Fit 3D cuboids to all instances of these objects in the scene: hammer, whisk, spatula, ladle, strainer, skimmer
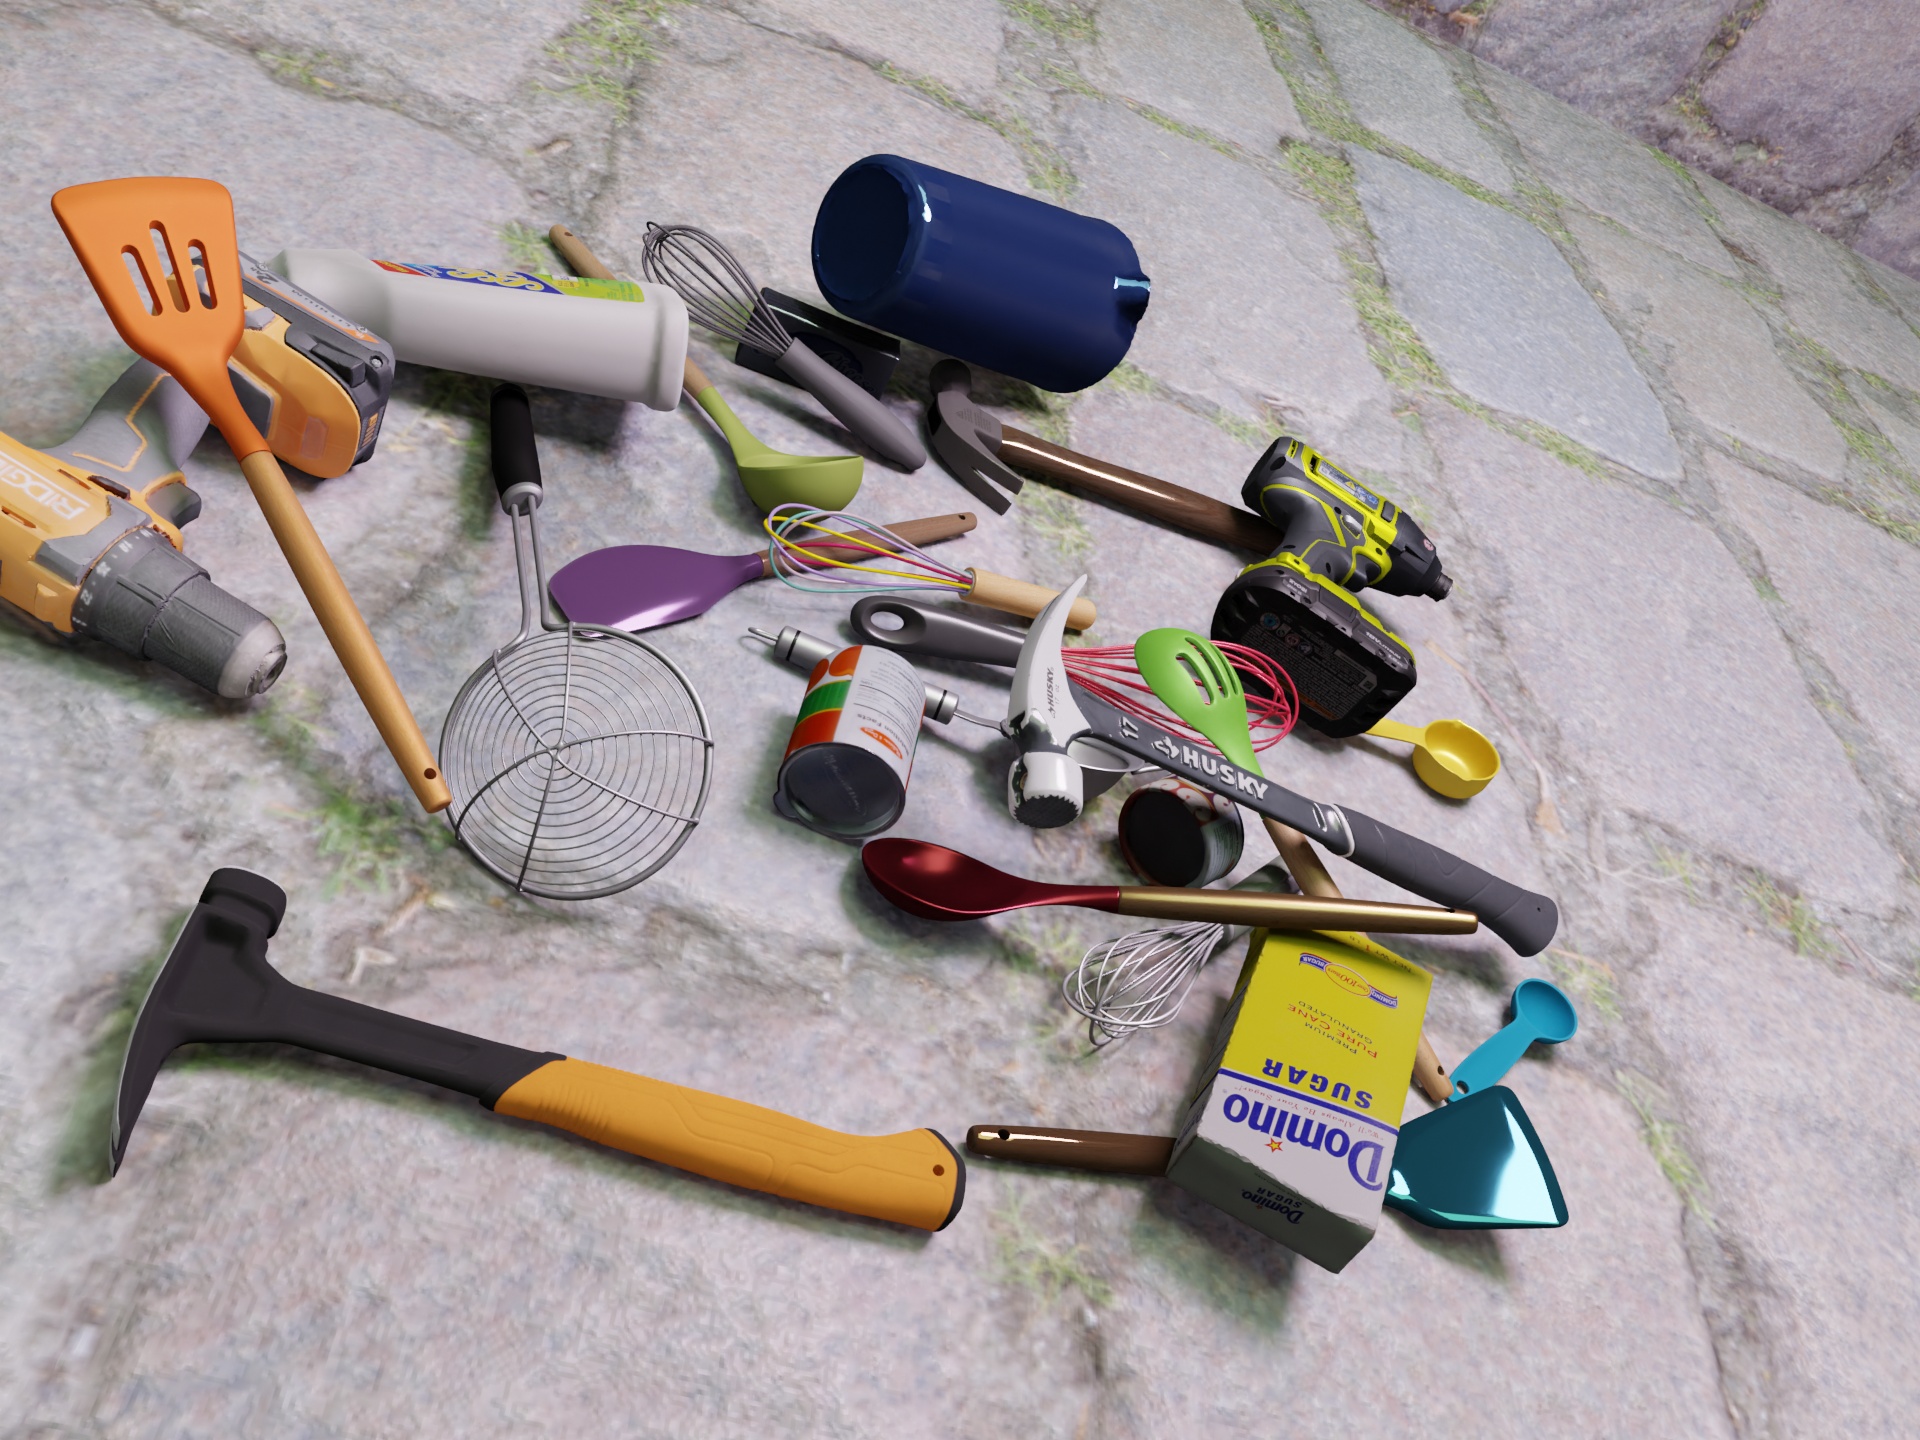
[{"bbox_3d":[0.193,0.051,0.885,0.408,0.036,0.149,24,49,-28],"label":"hammer"},{"bbox_3d":[-0.113,-0.245,1.051,0.238,0.055,0.055,38,36,-20],"label":"whisk"},{"bbox_3d":[0.130,-0.169,1.173,0.331,0.031,0.130,17,41,-18],"label":"hammer"},{"bbox_3d":[-0.306,-0.103,0.719,0.081,0.041,0.323,-23,79,-43],"label":"spatula"},{"bbox_3d":[-0.105,-0.099,0.960,0.316,0.018,0.060,-17,63,-42],"label":"spatula"},{"bbox_3d":[-0.013,-0.086,0.978,0.244,0.047,0.051,12,87,-34],"label":"whisk"},{"bbox_3d":[-0.175,-0.237,1.030,0.078,0.062,0.320,-17,57,-46],"label":"ladle"},{"bbox_3d":[0.136,0.116,0.871,0.059,0.057,0.246,19,25,33],"label":"whisk"},{"bbox_3d":[0.106,0.092,0.812,0.315,0.031,0.069,4,22,0],"label":"ladle"},{"bbox_3d":[-0.001,-0.003,0.910,0.258,0.050,0.087,22,13,-2],"label":"strainer"},{"bbox_3d":[-0.155,0.159,0.645,0.336,0.034,0.127,19,40,-15],"label":"hammer"},{"bbox_3d":[-0.213,-0.061,0.829,0.127,0.090,0.364,-21,41,-3],"label":"skimmer"},{"bbox_3d":[0.152,0.211,0.781,0.317,0.044,0.082,11,42,-22],"label":"spatula"},{"bbox_3d":[0.075,-0.033,0.976,0.295,0.073,0.073,12,43,-14],"label":"whisk"}]

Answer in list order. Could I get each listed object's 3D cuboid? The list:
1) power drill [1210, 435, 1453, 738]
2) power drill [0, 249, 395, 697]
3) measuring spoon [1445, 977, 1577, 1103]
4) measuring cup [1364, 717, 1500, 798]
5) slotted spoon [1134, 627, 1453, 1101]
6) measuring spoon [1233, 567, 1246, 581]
[{"bbox_3d":[0.267,-0.095,1.120,0.171,0.080,0.223,33,41,-4],"label":"power drill"},{"bbox_3d":[-0.364,-0.119,0.767,0.185,0.084,0.226,32,43,-5],"label":"power drill"},{"bbox_3d":[0.317,0.194,0.933,0.128,0.021,0.042,-26,66,-36],"label":"measuring spoon"},{"bbox_3d":[0.294,0.016,1.100,0.156,0.029,0.062,15,43,-2],"label":"measuring cup"},{"bbox_3d":[0.195,0.075,0.914,0.070,0.031,0.314,-19,75,-42],"label":"slotted spoon"},{"bbox_3d":[0.240,-0.059,1.148,0.124,0.018,0.034,50,42,11],"label":"measuring spoon"}]
